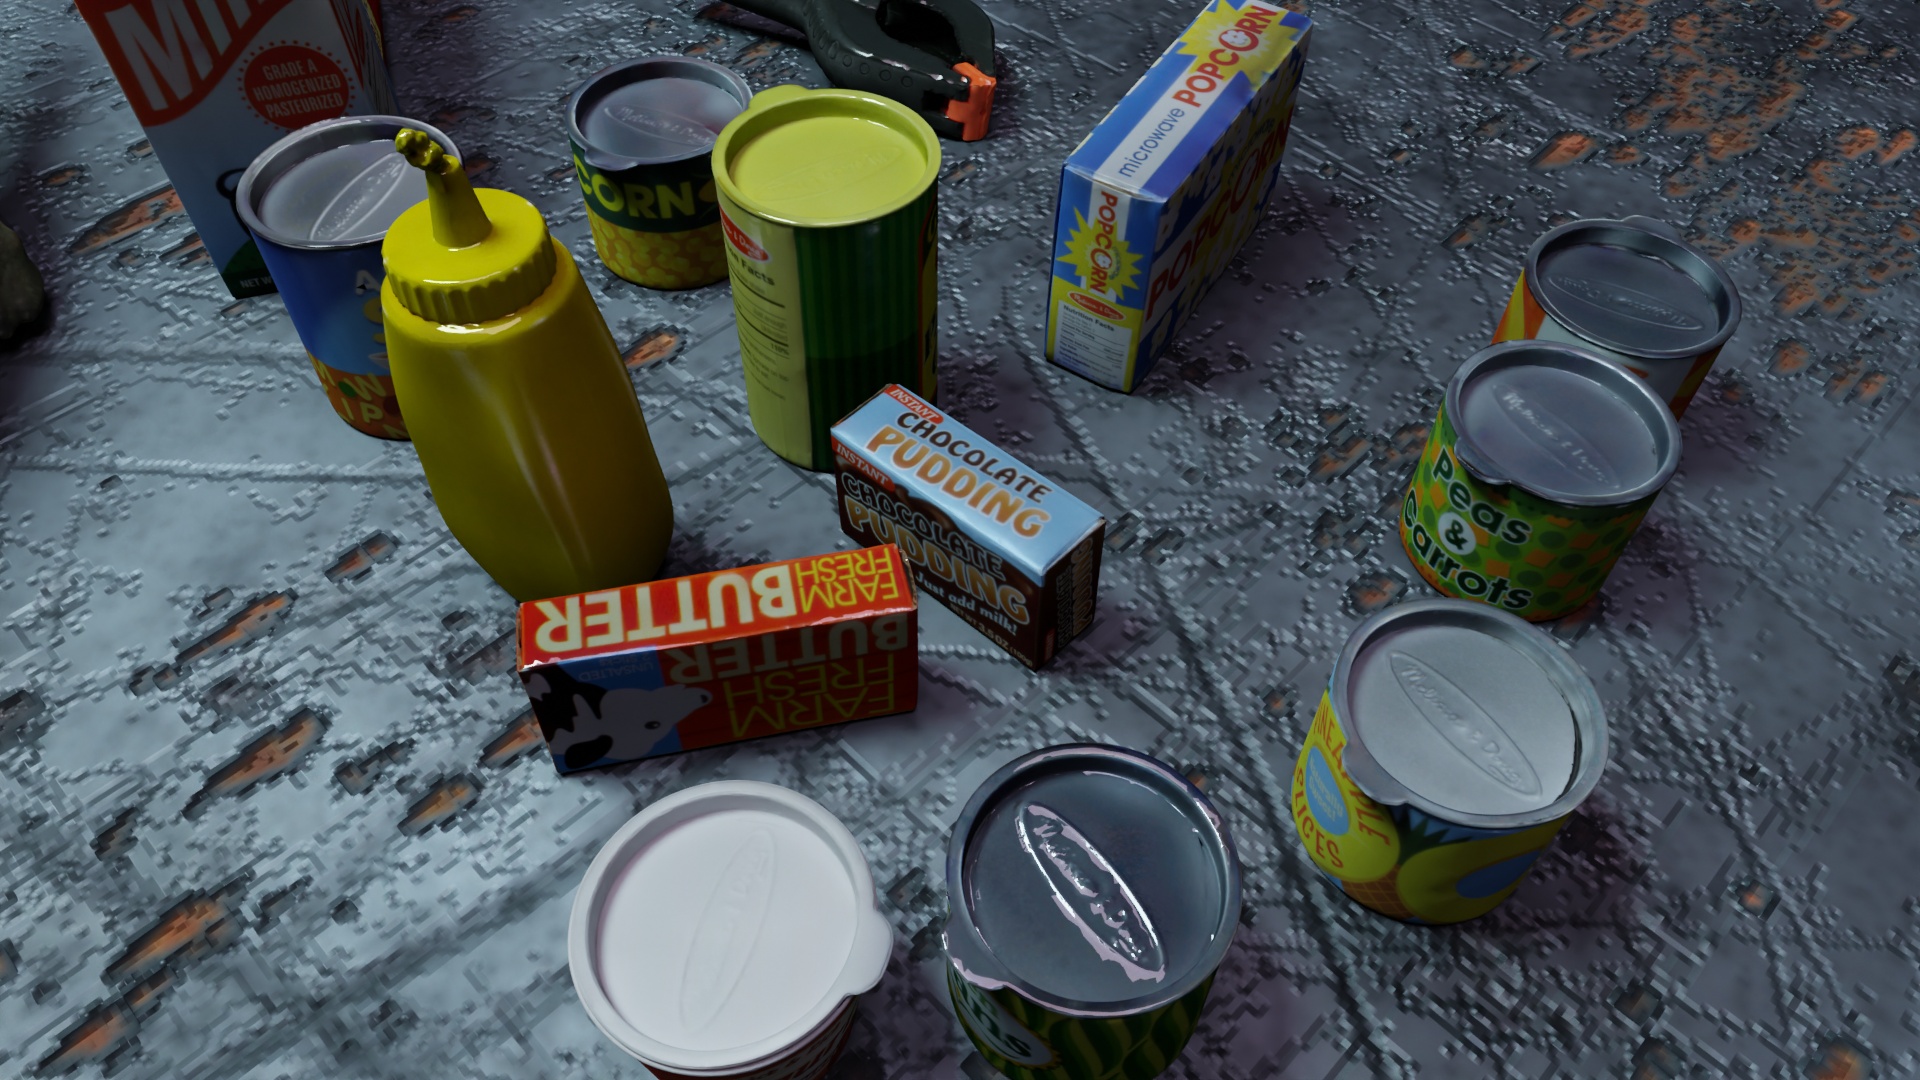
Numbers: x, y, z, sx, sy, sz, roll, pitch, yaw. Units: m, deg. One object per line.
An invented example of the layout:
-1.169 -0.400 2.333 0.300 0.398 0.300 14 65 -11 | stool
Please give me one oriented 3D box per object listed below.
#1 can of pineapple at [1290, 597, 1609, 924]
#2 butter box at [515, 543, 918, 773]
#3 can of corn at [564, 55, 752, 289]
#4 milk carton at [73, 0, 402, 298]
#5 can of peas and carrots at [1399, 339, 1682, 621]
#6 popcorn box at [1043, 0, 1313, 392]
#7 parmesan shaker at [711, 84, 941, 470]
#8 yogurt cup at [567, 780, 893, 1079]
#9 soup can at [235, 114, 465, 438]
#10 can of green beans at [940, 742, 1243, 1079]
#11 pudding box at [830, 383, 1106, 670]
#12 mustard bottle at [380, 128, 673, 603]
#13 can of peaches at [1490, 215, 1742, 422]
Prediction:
0.122 0.058 0.360 0.071 0.057 0.071 1 51 -1 | can of pineapple
-0.063 0.032 0.380 0.104 0.052 0.024 -9 52 -9 | butter box
-0.108 -0.133 0.511 0.071 0.058 0.071 1 51 -1 | can of corn
-0.243 -0.181 0.463 0.072 0.189 0.074 -13 52 -11 | milk carton
0.171 -0.016 0.421 0.071 0.058 0.071 1 51 -1 | can of peas and carrots
0.077 -0.124 0.490 0.038 0.084 0.127 25 55 18 | popcorn box
-0.040 -0.082 0.441 0.071 0.102 0.072 1 51 -1 | parmesan shaker
-0.053 0.098 0.325 0.072 0.053 0.073 1 51 -1 | yogurt cup
-0.183 -0.083 0.452 0.071 0.083 0.072 1 51 -1 | soup can
0.029 0.091 0.331 0.071 0.057 0.071 1 51 -1 | can of green beans
0.001 -0.005 0.414 0.084 0.049 0.030 35 58 24 | pudding box
-0.118 -0.042 0.371 0.065 0.159 0.049 24 54 17 | mustard bottle
0.213 -0.065 0.462 0.071 0.057 0.071 1 51 -1 | can of peaches
